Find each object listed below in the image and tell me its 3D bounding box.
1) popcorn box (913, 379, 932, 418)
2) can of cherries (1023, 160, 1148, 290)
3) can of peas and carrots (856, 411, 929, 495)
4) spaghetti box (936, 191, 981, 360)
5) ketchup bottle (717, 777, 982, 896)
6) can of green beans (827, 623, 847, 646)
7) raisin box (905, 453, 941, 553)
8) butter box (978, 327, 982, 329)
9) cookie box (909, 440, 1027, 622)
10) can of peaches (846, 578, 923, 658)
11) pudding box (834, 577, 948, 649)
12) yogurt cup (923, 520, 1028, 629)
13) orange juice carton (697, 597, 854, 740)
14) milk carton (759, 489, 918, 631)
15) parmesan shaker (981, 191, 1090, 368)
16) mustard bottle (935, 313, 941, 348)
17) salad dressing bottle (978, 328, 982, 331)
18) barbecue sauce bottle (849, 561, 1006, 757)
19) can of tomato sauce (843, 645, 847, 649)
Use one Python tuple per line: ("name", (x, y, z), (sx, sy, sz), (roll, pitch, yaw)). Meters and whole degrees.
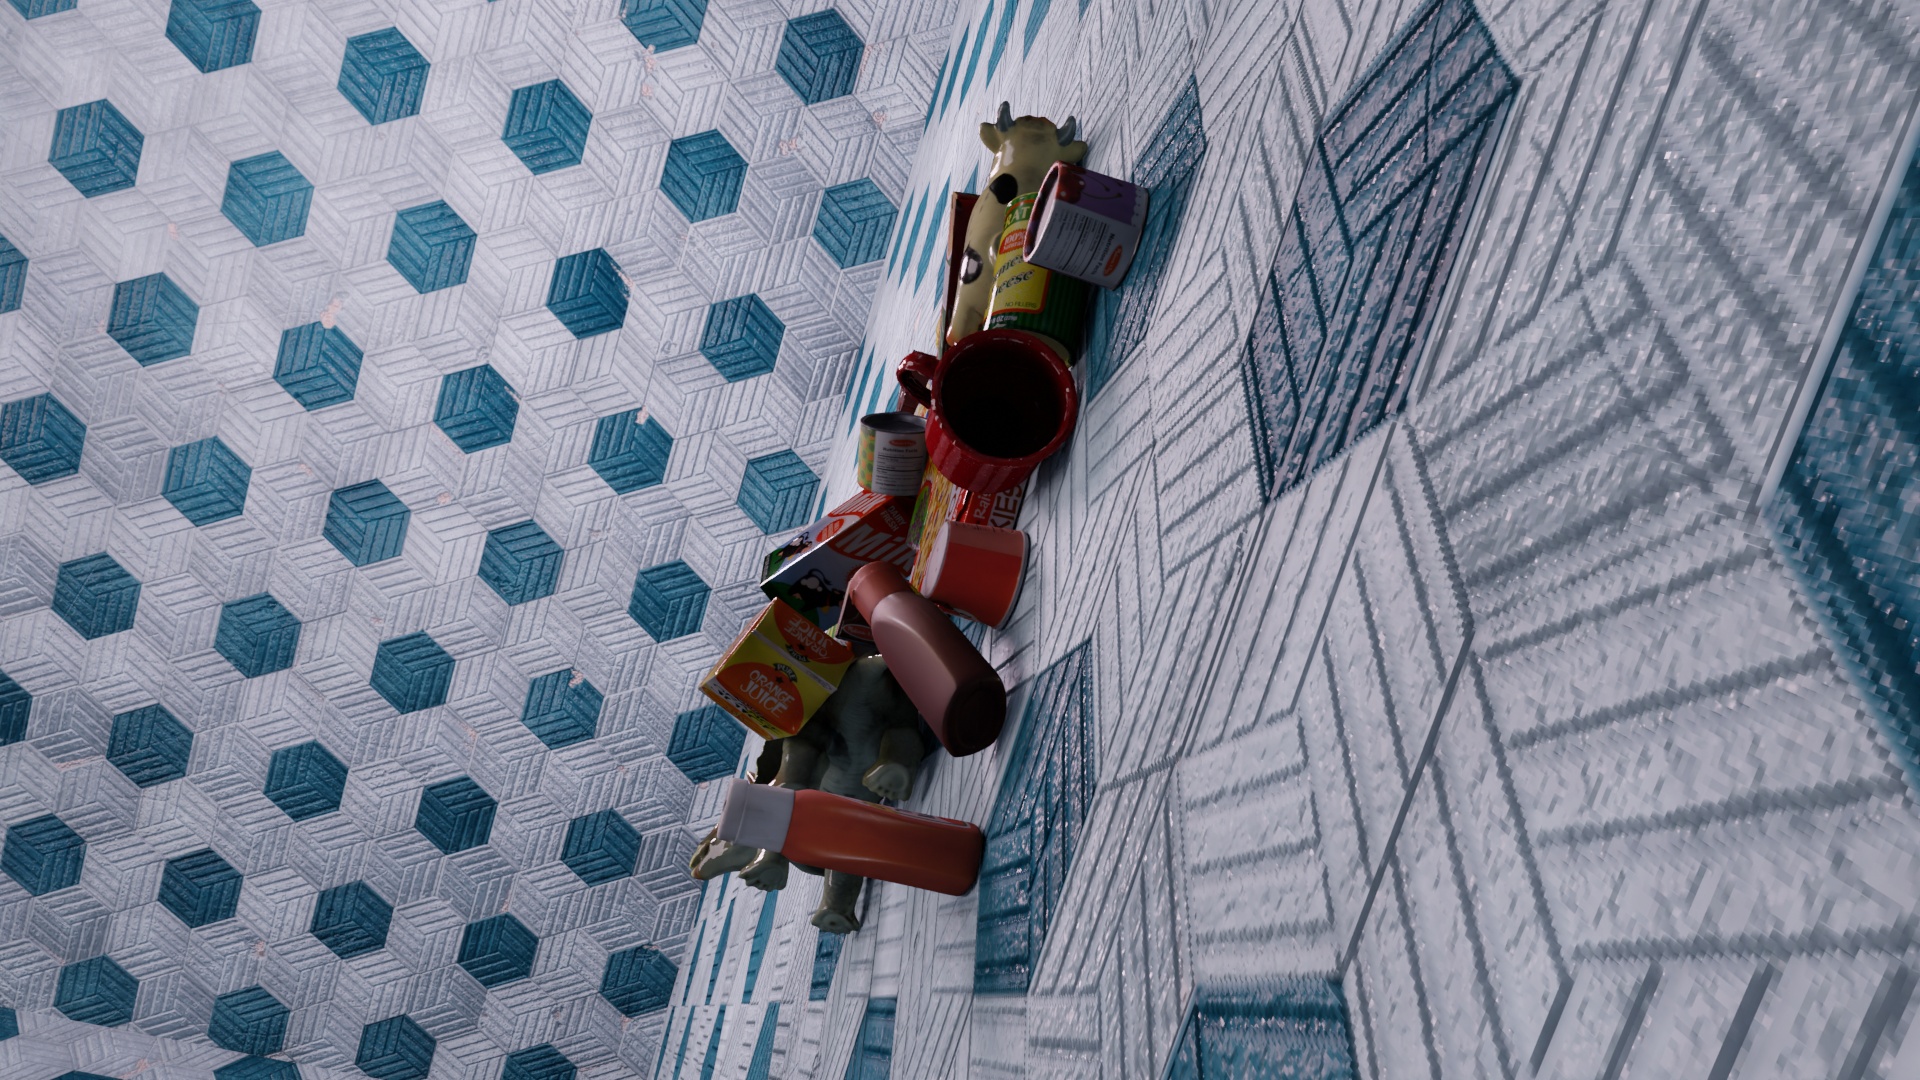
("popcorn box", (-0.029, -0.097, 1.350), (0.126, 0.038, 0.085), (119, 164, -52))
("can of cherries", (0.076, -0.196, 0.859), (0.071, 0.058, 0.071), (-163, 88, -80))
("can of peas and carrots", (-0.057, -0.077, 1.217), (0.071, 0.071, 0.058), (-103, 17, -70))
("spaghetti box", (-0.004, -0.178, 1.221), (0.050, 0.029, 0.249), (-103, 18, -70))
("ketchup bottle", (-0.065, 0.172, 0.812), (0.064, 0.149, 0.043), (134, 149, -70))
("can of green beans", (-0.092, 0.085, 1.338), (0.057, 0.071, 0.071), (122, 161, -60))
("raisin box", (-0.008, -0.048, 1.158), (0.086, 0.040, 0.123), (-152, 76, -81))
("butter box", (0.039, -0.221, 1.206), (0.053, 0.024, 0.103), (-92, 20, -60))
("cookie box", (0.004, -0.013, 1.032), (0.167, 0.040, 0.123), (-151, 77, -80))
("can of peaches", (-0.063, 0.072, 1.187), (0.071, 0.071, 0.058), (116, 165, -46))
("pudding box", (-0.054, 0.064, 1.109), (0.030, 0.084, 0.050), (147, 137, -76))
("yogurt cup", (0.009, 0.020, 0.913), (0.072, 0.054, 0.072), (-162, 88, -80))
("orange juice carton", (-0.136, 0.096, 1.023), (0.073, 0.072, 0.192), (-54, 7, -17))
("milk carton", (-0.084, 0.003, 1.259), (0.190, 0.073, 0.072), (-34, 20, 9))
("parmesan shaker", (0.055, -0.171, 0.924), (0.071, 0.071, 0.103), (130, 153, -68))
("mustard bottle", (0.009, -0.215, 1.295), (0.066, 0.049, 0.159), (-82, 13, -45))
("salad dressing bottle", (0.022, -0.140, 1.122), (0.148, 0.044, 0.064), (-99, 23, -70))
("barbecue sauce bottle", (-0.025, 0.067, 0.872), (0.149, 0.044, 0.064), (48, 144, 46))
("can of tomato sauce", (-0.101, 0.129, 1.271), (0.071, 0.083, 0.071), (-162, 88, -80))
